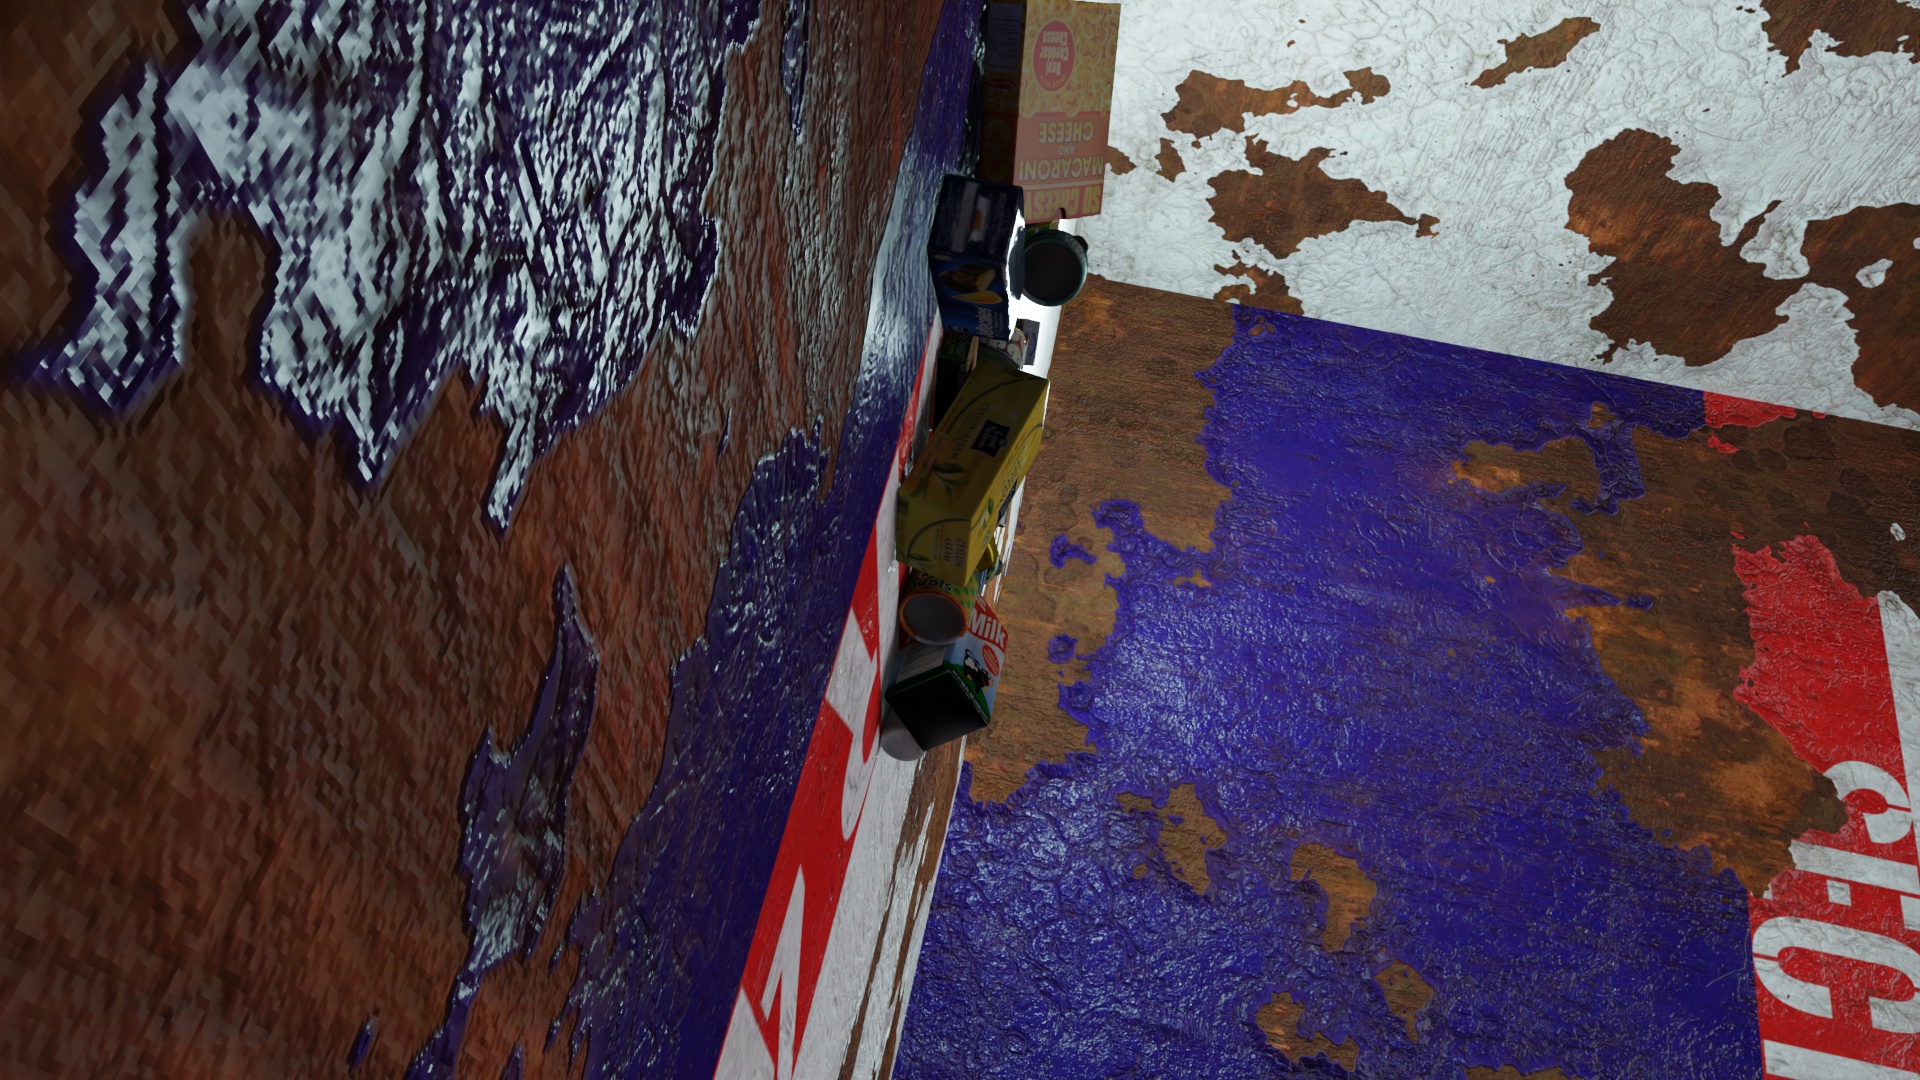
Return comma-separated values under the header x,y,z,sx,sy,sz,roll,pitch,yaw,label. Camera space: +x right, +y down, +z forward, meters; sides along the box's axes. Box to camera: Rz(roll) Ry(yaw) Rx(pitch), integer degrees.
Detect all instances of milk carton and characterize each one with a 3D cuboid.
x,y,z,sx,sy,sz,roll,pitch,yaw,label
-0.007,0.107,1.330,0.072,0.073,0.191,56,24,-22,milk carton

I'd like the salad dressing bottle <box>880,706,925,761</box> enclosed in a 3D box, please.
x,y,z,sx,sy,sz,roll,pitch,yaw,label
-0.042,0.151,1.371,0.148,0.044,0.064,-73,166,-52,salad dressing bottle

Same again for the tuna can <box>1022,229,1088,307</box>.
x,y,z,sx,sy,sz,roll,pitch,yaw,label
0.084,-0.249,1.265,0.033,0.071,0.070,-67,168,-64,tuna can

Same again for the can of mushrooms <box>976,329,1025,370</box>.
x,y,z,sx,sy,sz,roll,pitch,yaw,label
0.022,-0.167,1.241,0.070,0.071,0.033,94,9,-61,can of mushrooms

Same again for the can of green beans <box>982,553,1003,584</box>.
x,y,z,sx,sy,sz,roll,pitch,yaw,label
0.009,0.021,1.548,0.058,0.071,0.071,17,84,-85,can of green beans

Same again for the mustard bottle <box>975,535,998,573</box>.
x,y,z,sx,sy,sz,roll,pitch,yaw,label
0.005,-0.018,1.429,0.065,0.049,0.161,62,7,-20,mustard bottle

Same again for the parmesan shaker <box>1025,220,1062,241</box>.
x,y,z,sx,sy,sz,roll,pitch,yaw,label
0.072,-0.327,1.465,0.102,0.071,0.071,93,10,-68,parmesan shaker

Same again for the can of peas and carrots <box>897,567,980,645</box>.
x,y,z,sx,sy,sz,roll,pitch,yaw,label
-0.020,0.051,1.263,0.059,0.071,0.070,-73,173,-50,can of peas and carrots

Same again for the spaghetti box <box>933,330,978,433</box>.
x,y,z,sx,sy,sz,roll,pitch,yaw,label
-0.006,-0.105,1.265,0.248,0.029,0.050,94,9,-57,spaghetti box

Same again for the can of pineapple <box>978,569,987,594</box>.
x,y,z,sx,sy,sz,roll,pitch,yaw,label
-0.003,0.035,1.485,0.071,0.058,0.071,6,95,-86,can of pineapple

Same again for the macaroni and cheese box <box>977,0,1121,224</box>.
x,y,z,sx,sy,sz,roll,pitch,yaw,label
0.069,-0.334,1.083,0.124,0.040,0.165,-20,121,-46,macaroni and cheese box

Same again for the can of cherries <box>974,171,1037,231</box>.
x,y,z,sx,sy,sz,roll,pitch,yaw,label
0.043,-0.299,1.178,0.059,0.071,0.071,-73,173,-59,can of cherries

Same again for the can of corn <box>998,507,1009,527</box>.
x,y,z,sx,sy,sz,roll,pitch,yaw,label
0.023,-0.049,1.559,0.071,0.071,0.058,45,56,-85,can of corn

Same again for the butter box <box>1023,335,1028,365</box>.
x,y,z,sx,sy,sz,roll,pitch,yaw,label
0.041,-0.181,1.513,0.024,0.053,0.103,-71,172,-47,butter box

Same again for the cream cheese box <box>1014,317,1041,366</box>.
x,y,z,sx,sy,sz,roll,pitch,yaw,label
0.062,-0.232,1.610,0.104,0.024,0.053,-148,-114,-70,cream cheese box
